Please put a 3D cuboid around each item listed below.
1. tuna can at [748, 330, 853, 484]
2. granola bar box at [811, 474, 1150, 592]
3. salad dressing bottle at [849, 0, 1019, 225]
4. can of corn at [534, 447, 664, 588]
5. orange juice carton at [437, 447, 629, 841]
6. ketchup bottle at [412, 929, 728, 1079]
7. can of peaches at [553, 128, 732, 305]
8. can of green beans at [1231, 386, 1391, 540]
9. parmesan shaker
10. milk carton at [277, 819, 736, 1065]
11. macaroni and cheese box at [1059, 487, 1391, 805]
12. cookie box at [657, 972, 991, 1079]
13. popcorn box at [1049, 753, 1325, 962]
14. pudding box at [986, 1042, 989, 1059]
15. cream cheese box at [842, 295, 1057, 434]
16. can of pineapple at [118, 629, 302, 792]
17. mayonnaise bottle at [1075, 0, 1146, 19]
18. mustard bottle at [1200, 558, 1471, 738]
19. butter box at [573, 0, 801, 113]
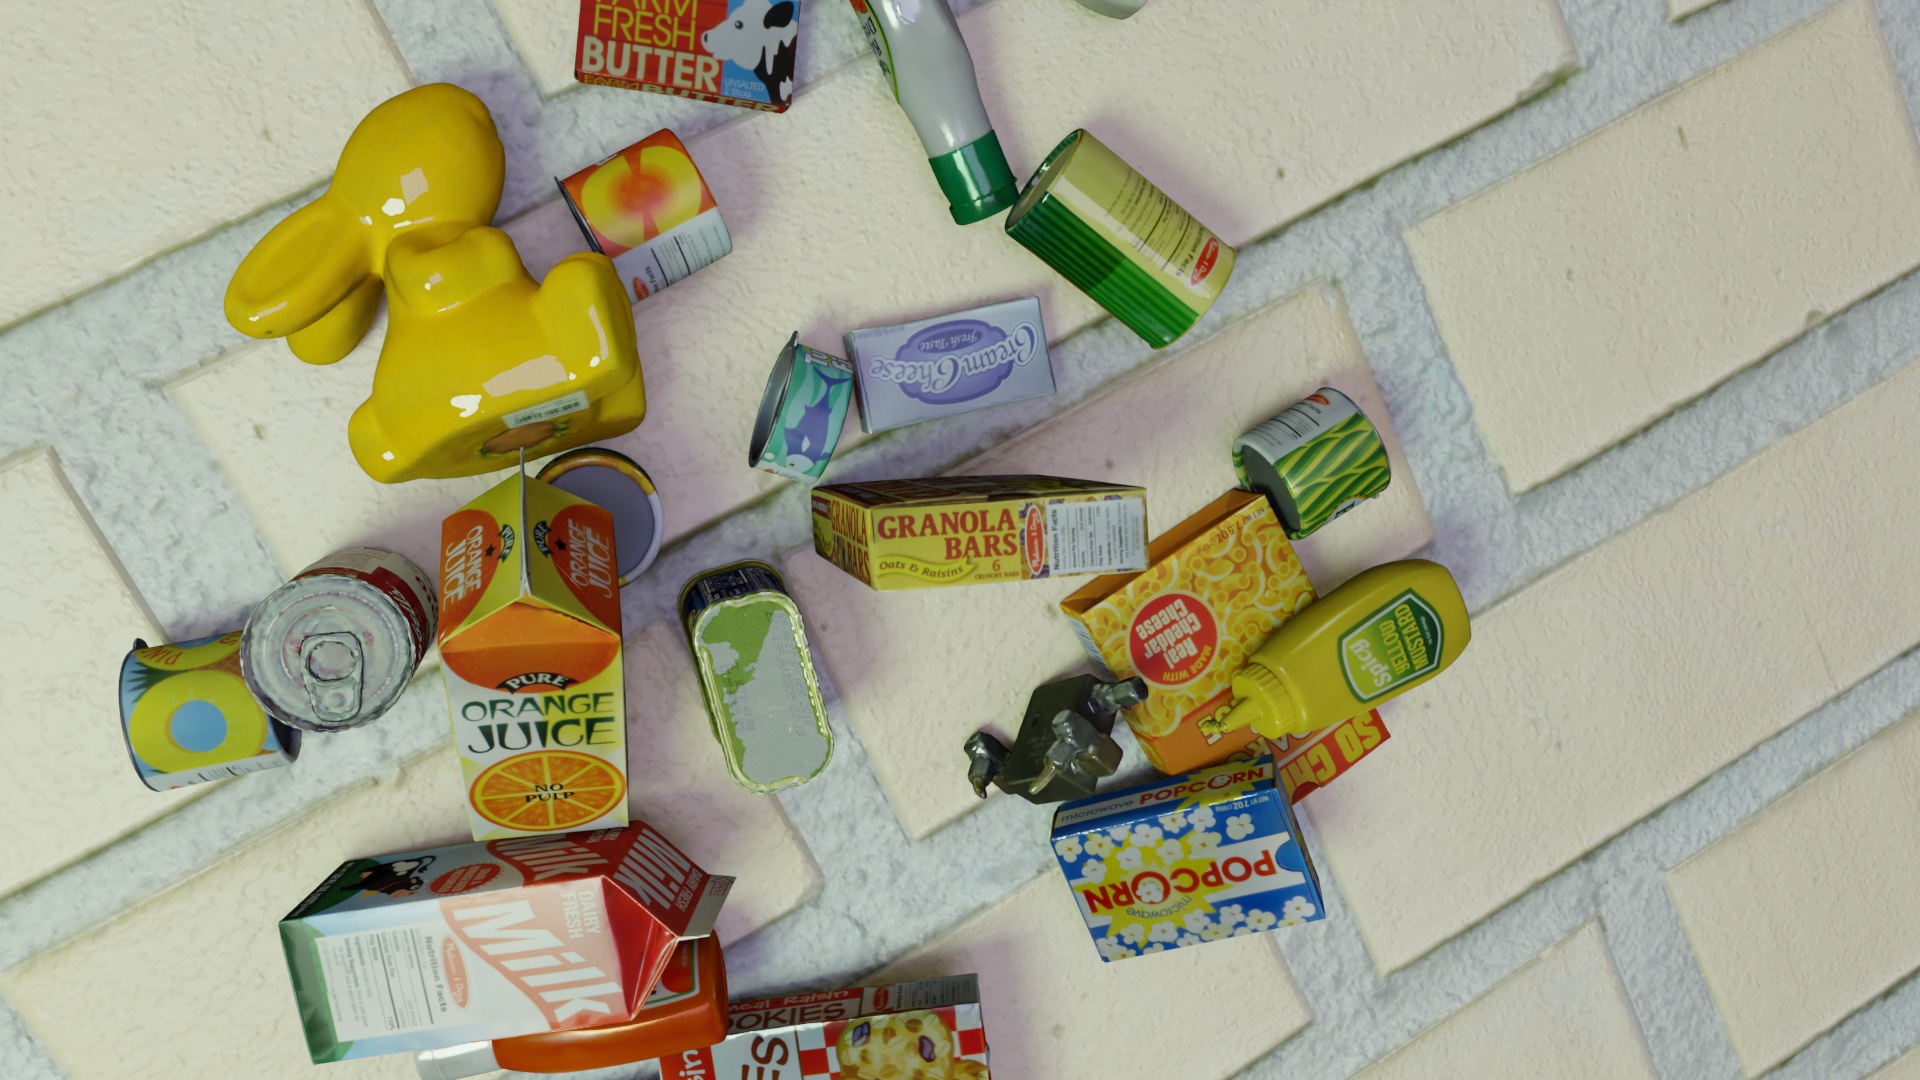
[{"bbox_3d":[-0.078,-0.065,0.685,0.033,0.071,0.071,18,92,-17],"label":"tuna can"},{"bbox_3d":[0.002,-0.008,0.661,0.124,0.165,0.039,-4,96,-14],"label":"granola bar box"},{"bbox_3d":[-0.015,-0.231,0.687,0.044,0.064,0.147,-26,110,1],"label":"salad dressing bottle"},{"bbox_3d":[-0.179,-0.011,0.668,0.071,0.058,0.071,-2,97,-15],"label":"can of corn"},{"bbox_3d":[-0.186,0.051,0.612,0.073,0.072,0.191,-3,138,-14],"label":"orange juice carton"},{"bbox_3d":[-0.193,0.237,0.694,0.149,0.065,0.043,-11,114,-6],"label":"ketchup bottle"},{"bbox_3d":[-0.149,-0.154,0.656,0.058,0.071,0.071,-30,103,-9],"label":"can of peaches"},{"bbox_3d":[0.191,-0.041,0.759,0.058,0.071,0.071,-31,103,-9],"label":"can of green beans"},{"bbox_3d":[0.082,-0.157,0.718,0.103,0.071,0.071,35,87,-15],"label":"parmesan shaker"},{"bbox_3d":[-0.205,0.184,0.655,0.191,0.072,0.073,-8,99,2],"label":"milk carton"},{"bbox_3d":[0.149,0.074,0.774,0.124,0.040,0.166,-33,104,-9],"label":"macaroni and cheese box"},{"bbox_3d":[-0.065,0.300,0.724,0.167,0.040,0.122,-7,96,1],"label":"cookie box"},{"bbox_3d":[0.122,0.173,0.749,0.126,0.038,0.085,-17,107,18],"label":"popcorn box"},{"bbox_3d":[-0.011,0.314,0.765,0.050,0.030,0.083,0,97,-14],"label":"pudding box"},{"bbox_3d":[-0.005,-0.092,0.723,0.104,0.024,0.053,-13,100,-13],"label":"cream cheese box"},{"bbox_3d":[-0.340,0.074,0.632,0.058,0.071,0.071,-11,99,-14],"label":"can of pineapple"},{"bbox_3d":[0.033,-0.321,0.698,0.148,0.041,0.064,20,90,-15],"label":"mayonnaise bottle"},{"bbox_3d":[0.196,0.066,0.737,0.161,0.049,0.065,-28,101,-17],"label":"mustard bottle"},{"bbox_3d":[-0.132,-0.242,0.672,0.103,0.024,0.053,4,95,-16],"label":"butter box"}]
